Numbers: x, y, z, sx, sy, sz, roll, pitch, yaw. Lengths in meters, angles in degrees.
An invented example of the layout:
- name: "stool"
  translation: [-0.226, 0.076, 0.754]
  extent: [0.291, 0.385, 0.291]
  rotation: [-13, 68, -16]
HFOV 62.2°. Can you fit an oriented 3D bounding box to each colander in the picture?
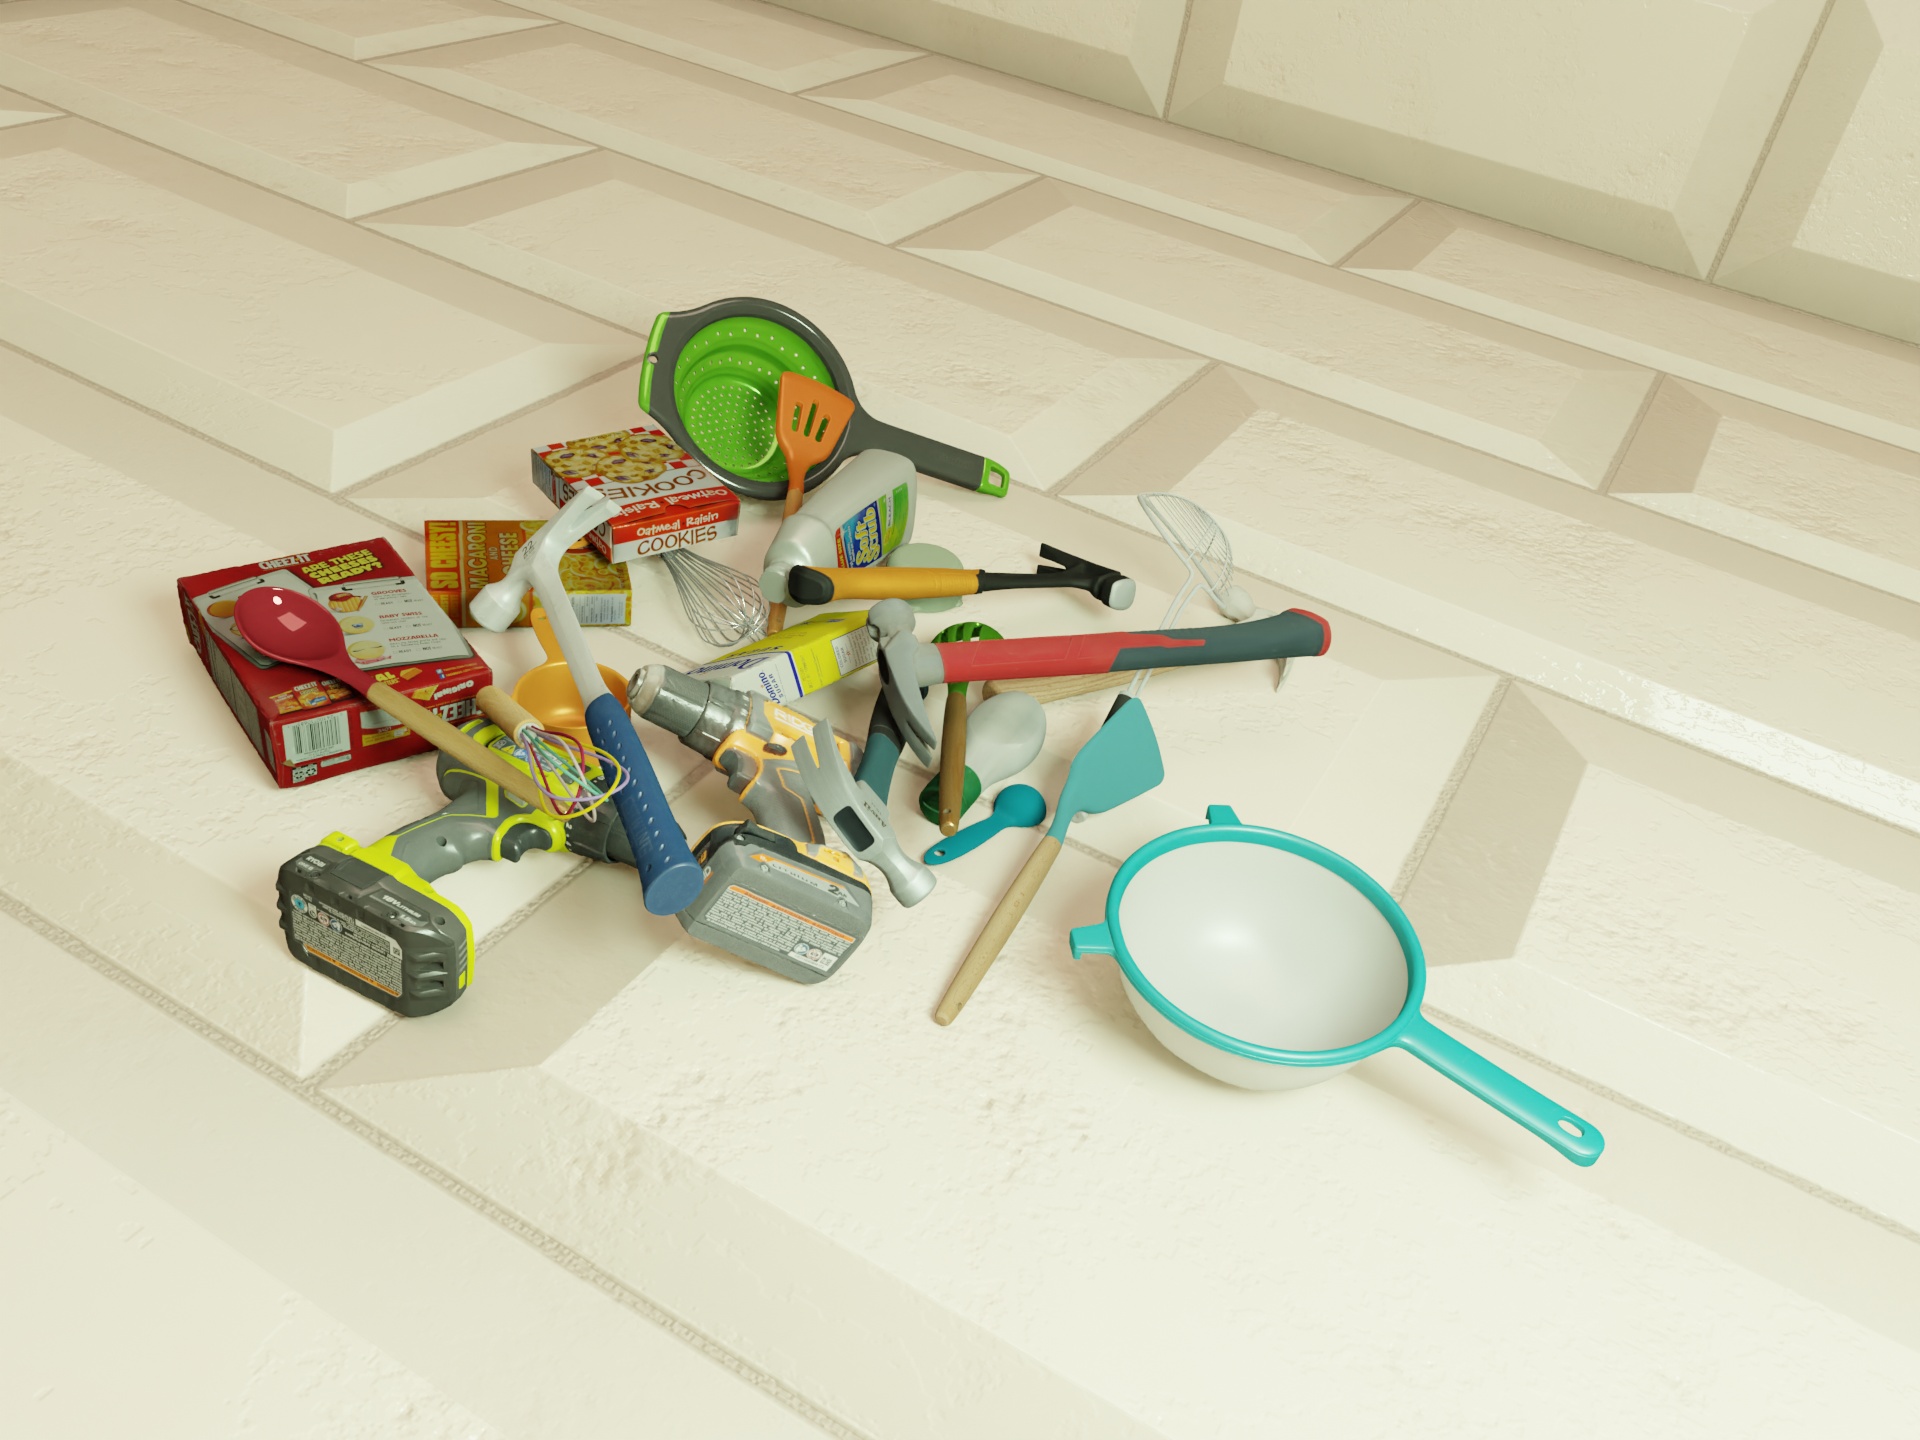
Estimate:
- name: "colander"
  translation: [-0.141, -0.288, 1.616]
  extent: [0.396, 0.094, 0.205]
  rotation: [15, 74, -23]

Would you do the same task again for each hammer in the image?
- name: "hammer"
  translation: [-0.250, -0.020, 1.105]
  extent: [0.035, 0.144, 0.406]
  rotation: [34, 15, -43]
- name: "hammer"
  translation: [0.167, -0.051, 1.417]
  extent: [0.331, 0.031, 0.130]
  rotation: [-14, 42, -30]
- name: "hammer"
  translation: [-0.007, -0.124, 1.395]
  extent: [0.336, 0.034, 0.127]
  rotation: [-5, 22, -38]
- name: "hammer"
  translation: [0.126, -0.042, 1.253]
  extent: [0.386, 0.038, 0.143]
  rotation: [-5, 52, -20]
- name: "hammer"
  translation: [-0.056, 0.018, 1.191]
  extent: [0.128, 0.033, 0.331]
  rotation: [50, 16, -13]

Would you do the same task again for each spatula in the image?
- name: "spatula"
  translation: [-0.153, -0.200, 1.479]
  extent: [0.081, 0.041, 0.323]
  rotation: [22, 46, -21]
- name: "spatula"
  translation: [0.065, 0.104, 1.147]
  extent: [0.044, 0.082, 0.318]
  rotation: [0, 36, 33]

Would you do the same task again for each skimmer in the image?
- name: "skimmer"
  translation: [0.145, -0.056, 1.352]
  extent: [0.090, 0.127, 0.363]
  rotation: [-13, 39, 48]

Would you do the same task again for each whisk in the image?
- name: "whisk"
  translation: [-0.251, -0.143, 1.420]
  extent: [0.070, 0.070, 0.285]
  rotation: [-15, 39, -32]
- name: "whisk"
  translation: [-0.283, 0.016, 1.052]
  extent: [0.051, 0.047, 0.245]
  rotation: [26, 0, -36]

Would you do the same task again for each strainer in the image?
- name: "strainer"
  translation: [0.243, 0.202, 1.035]
  extent: [0.341, 0.095, 0.211]
  rotation: [32, 43, 24]

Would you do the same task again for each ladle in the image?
- name: "ladle"
  translation: [-0.386, -0.010, 1.100]
  extent: [0.315, 0.031, 0.069]
  rotation: [29, 35, 20]

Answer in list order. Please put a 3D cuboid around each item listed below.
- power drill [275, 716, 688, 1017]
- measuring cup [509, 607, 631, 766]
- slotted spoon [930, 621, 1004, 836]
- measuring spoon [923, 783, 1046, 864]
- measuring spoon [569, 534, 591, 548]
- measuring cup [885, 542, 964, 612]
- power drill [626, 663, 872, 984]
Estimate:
- name: "power drill"
  translation: [-0.313, 0.093, 1.060]
  extent: [0.190, 0.080, 0.228]
  rotation: [22, 34, 17]
- name: "measuring cup"
  translation: [-0.312, -0.025, 1.243]
  extent: [0.095, 0.052, 0.174]
  rotation: [-8, 37, -24]
- name: "slotted spoon"
  translation: [-0.002, -0.004, 1.250]
  extent: [0.070, 0.031, 0.314]
  rotation: [-10, 30, 8]
- name: "measuring spoon"
  translation: [0.019, 0.077, 1.209]
  extent: [0.042, 0.021, 0.128]
  rotation: [34, 40, 29]
- name: "measuring spoon"
  translation: [-0.317, -0.178, 1.417]
  extent: [0.021, 0.011, 0.117]
  rotation: [20, 34, 15]
- name: "measuring cup"
  translation: [-0.051, -0.115, 1.442]
  extent: [0.083, 0.038, 0.168]
  rotation: [21, 35, 14]
- name: "power drill"
  translation: [-0.149, 0.057, 1.101]
  extent: [0.185, 0.084, 0.226]
  rotation: [28, 28, -24]
